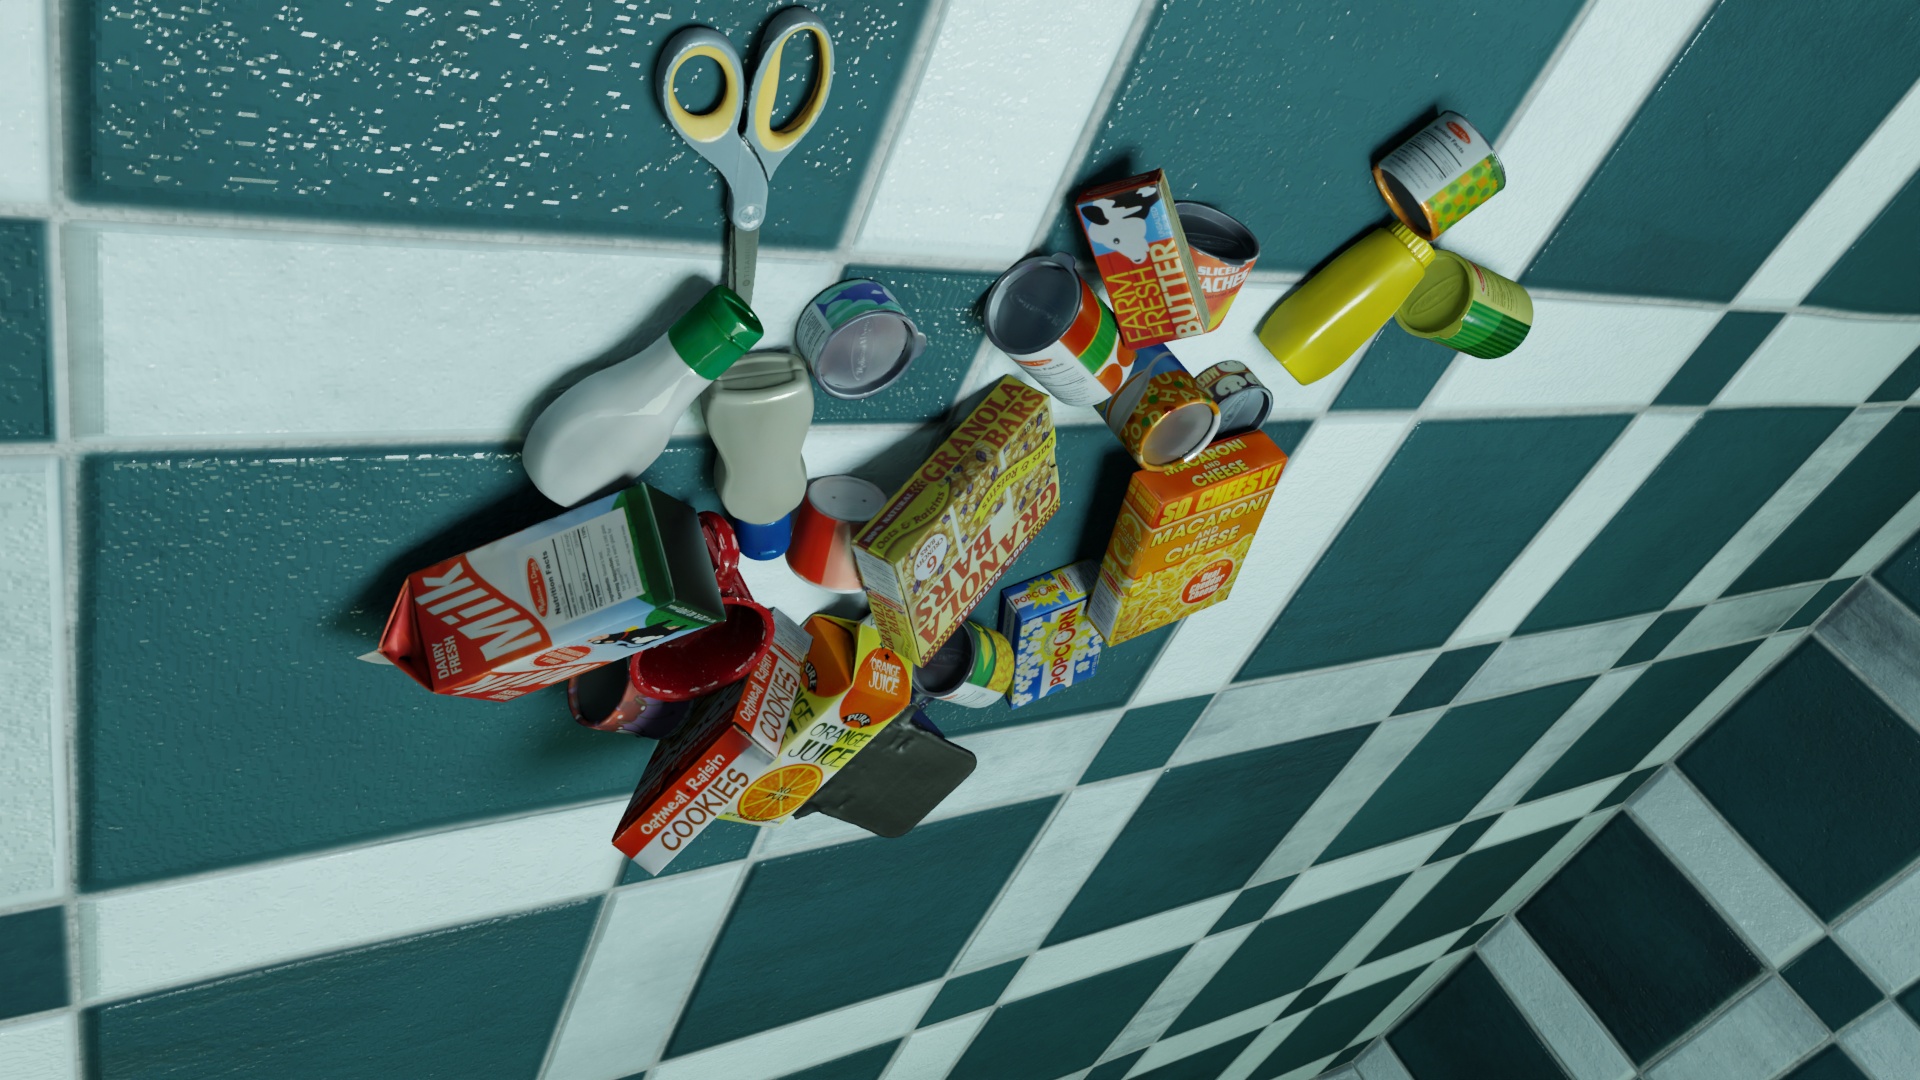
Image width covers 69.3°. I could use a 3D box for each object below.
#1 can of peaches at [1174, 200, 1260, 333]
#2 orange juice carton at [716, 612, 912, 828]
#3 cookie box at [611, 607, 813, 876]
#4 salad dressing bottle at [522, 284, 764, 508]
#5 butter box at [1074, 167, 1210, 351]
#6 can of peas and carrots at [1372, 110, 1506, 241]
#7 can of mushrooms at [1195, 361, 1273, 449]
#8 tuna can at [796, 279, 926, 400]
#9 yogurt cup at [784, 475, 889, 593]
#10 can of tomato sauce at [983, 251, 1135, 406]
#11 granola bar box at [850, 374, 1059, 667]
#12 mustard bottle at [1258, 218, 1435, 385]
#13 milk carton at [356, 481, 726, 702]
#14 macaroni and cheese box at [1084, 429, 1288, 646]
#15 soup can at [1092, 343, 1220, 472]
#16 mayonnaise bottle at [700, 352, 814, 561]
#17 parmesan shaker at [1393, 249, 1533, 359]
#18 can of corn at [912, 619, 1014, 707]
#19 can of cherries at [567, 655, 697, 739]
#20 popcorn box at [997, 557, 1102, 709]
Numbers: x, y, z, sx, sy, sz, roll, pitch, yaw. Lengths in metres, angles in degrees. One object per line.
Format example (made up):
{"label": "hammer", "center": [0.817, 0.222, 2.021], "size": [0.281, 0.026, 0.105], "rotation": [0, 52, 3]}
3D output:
{"label": "can of peaches", "center": [0.148, -0.171, 0.880], "size": [0.071, 0.071, 0.057], "rotation": [-7, 139, -32]}
{"label": "orange juice carton", "center": [-0.109, 0.123, 1.031], "size": [0.192, 0.073, 0.072], "rotation": [-44, 144, 15]}
{"label": "cookie box", "center": [-0.162, 0.129, 0.929], "size": [0.040, 0.168, 0.122], "rotation": [41, 108, -13]}
{"label": "salad dressing bottle", "center": [-0.171, -0.078, 0.753], "size": [0.147, 0.044, 0.064], "rotation": [-38, 144, 14]}
{"label": "butter box", "center": [0.111, -0.167, 0.839], "size": [0.053, 0.024, 0.103], "rotation": [-9, 121, 26]}
{"label": "can of peas and carrots", "center": [0.322, -0.243, 0.935], "size": [0.058, 0.071, 0.071], "rotation": [-37, 145, 6]}
{"label": "can of mushrooms", "center": [0.196, -0.100, 1.039], "size": [0.071, 0.033, 0.070], "rotation": [-22, 145, -16]}
{"label": "tuna can", "center": [-0.058, -0.118, 0.813], "size": [0.071, 0.033, 0.070], "rotation": [-21, 144, -17]}
{"label": "yogurt cup", "center": [-0.078, -0.006, 0.909], "size": [0.072, 0.072, 0.053], "rotation": [-8, 130, -32]}
{"label": "can of tomato sauce", "center": [0.064, -0.131, 0.868], "size": [0.071, 0.071, 0.083], "rotation": [-41, 145, 12]}
{"label": "granola bar box", "center": [0.003, -0.012, 0.928], "size": [0.166, 0.039, 0.123], "rotation": [-48, 152, -25]}
{"label": "mustard bottle", "center": [0.290, -0.183, 1.000], "size": [0.160, 0.049, 0.065], "rotation": [-43, 145, 13]}
{"label": "milk carton", "center": [-0.240, 0.039, 0.789], "size": [0.190, 0.073, 0.072], "rotation": [-20, 165, 8]}
{"label": "macaroni and cheese box", "center": [0.171, -0.001, 1.070], "size": [0.124, 0.040, 0.165], "rotation": [-19, 144, -26]}
{"label": "soup can", "center": [0.124, -0.097, 0.940], "size": [0.071, 0.084, 0.071], "rotation": [-21, 144, -16]}
{"label": "mayonnaise bottle", "center": [-0.122, -0.047, 0.842], "size": [0.065, 0.041, 0.147], "rotation": [-9, 142, -14]}
{"label": "parmesan shaker", "center": [0.387, -0.176, 1.064], "size": [0.103, 0.071, 0.071], "rotation": [7, 129, -44]}
{"label": "can of corn", "center": [0.001, 0.093, 1.091], "size": [0.071, 0.071, 0.058], "rotation": [-44, 145, 16]}
{"label": "can of cherries", "center": [-0.218, 0.098, 0.917], "size": [0.071, 0.072, 0.058], "rotation": [-46, 143, 18]}
{"label": "popcorn box", "center": [0.075, 0.078, 1.154], "size": [0.085, 0.038, 0.126], "rotation": [-21, 143, -20]}
